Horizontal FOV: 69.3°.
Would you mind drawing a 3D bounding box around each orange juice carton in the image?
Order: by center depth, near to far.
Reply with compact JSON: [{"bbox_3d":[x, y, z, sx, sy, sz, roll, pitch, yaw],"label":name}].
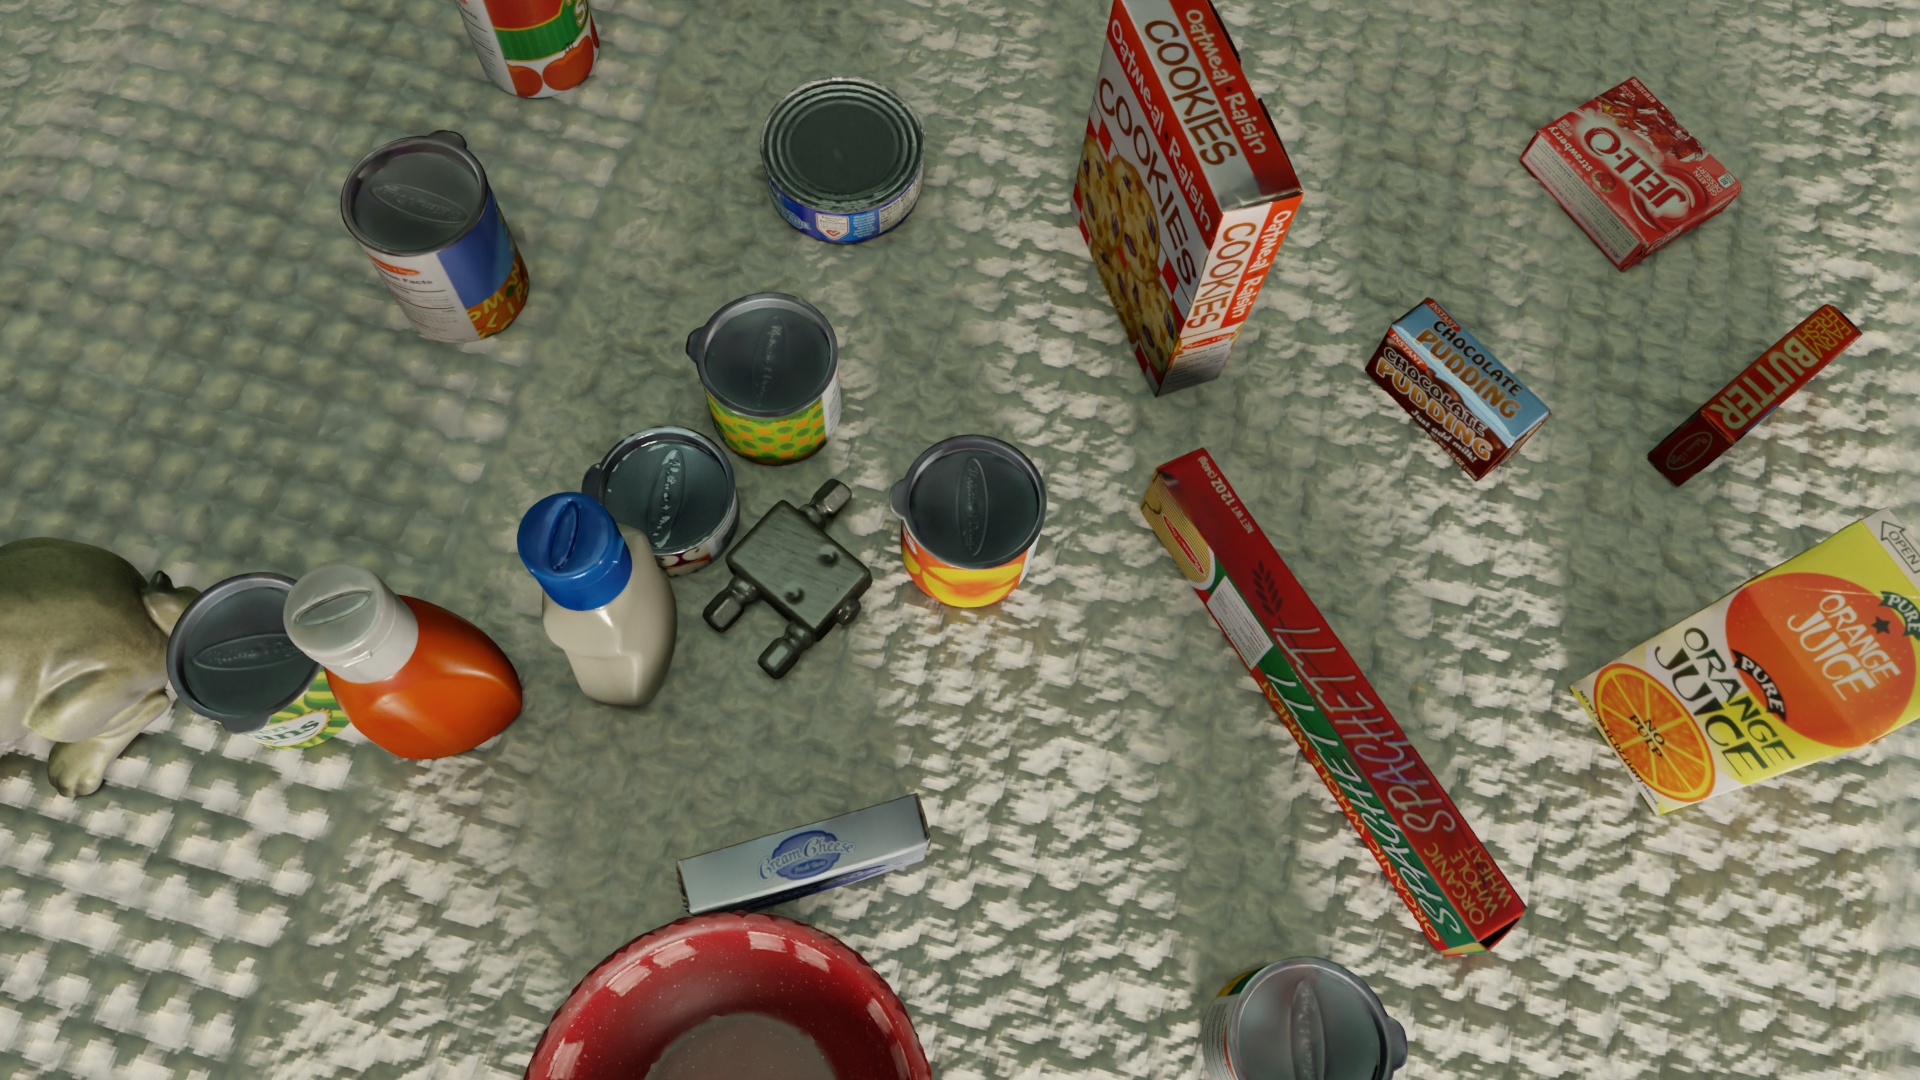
[{"bbox_3d":[0.341,0.051,0.571,0.073,0.192,0.072,-25,72,-12],"label":"orange juice carton"}]

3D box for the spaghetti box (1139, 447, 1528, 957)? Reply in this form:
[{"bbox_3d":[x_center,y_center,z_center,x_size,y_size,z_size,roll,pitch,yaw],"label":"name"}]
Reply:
[{"bbox_3d":[0.163,0.071,0.631,0.029,0.050,0.250,-28,72,-13],"label":"spaghetti box"}]

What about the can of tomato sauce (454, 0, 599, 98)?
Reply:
[{"bbox_3d":[-0.230,-0.287,0.734,0.071,0.082,0.071,1,69,-2],"label":"can of tomato sauce"}]

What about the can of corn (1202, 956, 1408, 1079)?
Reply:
[{"bbox_3d":[0.139,0.208,0.571,0.071,0.058,0.071,1,69,-2],"label":"can of corn"}]

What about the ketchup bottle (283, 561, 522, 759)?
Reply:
[{"bbox_3d":[-0.227,0.051,0.566,0.065,0.148,0.043,-22,72,-11],"label":"ketchup bottle"}]

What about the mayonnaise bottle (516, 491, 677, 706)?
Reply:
[{"bbox_3d":[-0.150,0.023,0.581,0.041,0.147,0.065,8,69,0],"label":"mayonnaise bottle"}]

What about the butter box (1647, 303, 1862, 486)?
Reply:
[{"bbox_3d":[0.398,-0.073,0.698,0.104,0.053,0.024,-36,75,-15],"label":"butter box"}]

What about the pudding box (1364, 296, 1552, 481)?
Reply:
[{"bbox_3d":[0.247,-0.075,0.693,0.030,0.049,0.084,-36,75,-15],"label":"pudding box"}]

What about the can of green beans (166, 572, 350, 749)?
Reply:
[{"bbox_3d":[-0.301,0.054,0.610,0.071,0.057,0.071,1,69,-2],"label":"can of green beans"}]

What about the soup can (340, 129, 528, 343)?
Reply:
[{"bbox_3d":[-0.252,-0.147,0.678,0.071,0.083,0.071,1,69,-2],"label":"soup can"}]

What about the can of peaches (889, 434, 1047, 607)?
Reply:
[{"bbox_3d":[0.002,-0.008,0.650,0.071,0.058,0.071,1,69,-2],"label":"can of peaches"}]

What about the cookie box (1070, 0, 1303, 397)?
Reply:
[{"bbox_3d":[0.101,-0.162,0.656,0.040,0.166,0.123,-17,71,-9],"label":"cookie box"}]

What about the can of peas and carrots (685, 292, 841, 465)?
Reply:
[{"bbox_3d":[-0.094,-0.077,0.672,0.071,0.058,0.071,1,69,-2],"label":"can of peas and carrots"}]

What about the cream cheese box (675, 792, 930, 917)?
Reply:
[{"bbox_3d":[-0.065,0.137,0.592,0.104,0.053,0.024,-15,70,-8],"label":"cream cheese box"}]

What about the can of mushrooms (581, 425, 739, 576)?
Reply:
[{"bbox_3d":[-0.141,-0.019,0.660,0.071,0.033,0.071,1,69,-2],"label":"can of mushrooms"}]
